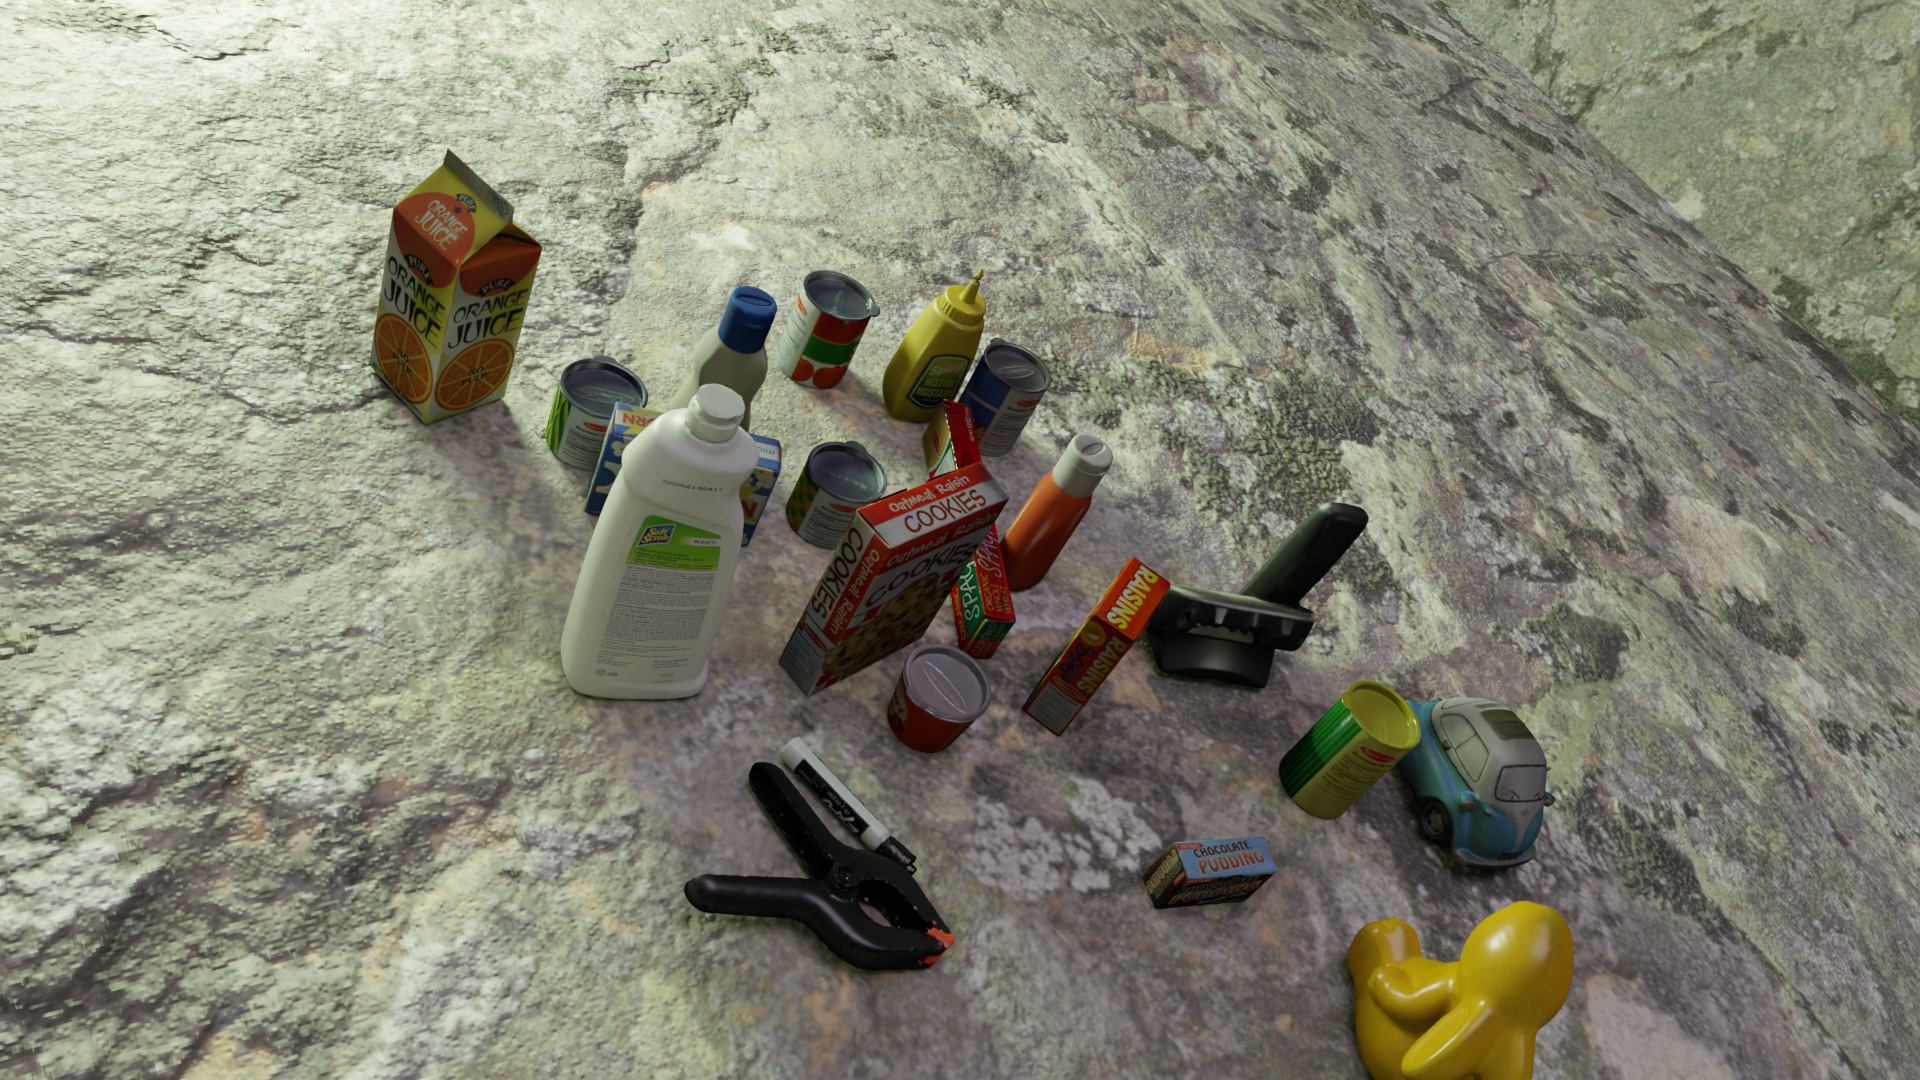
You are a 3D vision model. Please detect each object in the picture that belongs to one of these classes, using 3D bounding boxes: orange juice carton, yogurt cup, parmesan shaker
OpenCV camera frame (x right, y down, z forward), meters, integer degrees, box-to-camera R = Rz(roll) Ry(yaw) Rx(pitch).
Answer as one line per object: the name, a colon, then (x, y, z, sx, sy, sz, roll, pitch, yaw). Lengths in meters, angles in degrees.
orange juice carton: (-0.359, -0.181, 0.991, 0.072, 0.191, 0.073, 43, 42, 14)
yogurt cup: (-0.018, 0.116, 1.003, 0.072, 0.053, 0.073, 17, 42, -16)
parmesan shaker: (0.307, 0.167, 1.111, 0.071, 0.102, 0.072, 17, 42, -16)

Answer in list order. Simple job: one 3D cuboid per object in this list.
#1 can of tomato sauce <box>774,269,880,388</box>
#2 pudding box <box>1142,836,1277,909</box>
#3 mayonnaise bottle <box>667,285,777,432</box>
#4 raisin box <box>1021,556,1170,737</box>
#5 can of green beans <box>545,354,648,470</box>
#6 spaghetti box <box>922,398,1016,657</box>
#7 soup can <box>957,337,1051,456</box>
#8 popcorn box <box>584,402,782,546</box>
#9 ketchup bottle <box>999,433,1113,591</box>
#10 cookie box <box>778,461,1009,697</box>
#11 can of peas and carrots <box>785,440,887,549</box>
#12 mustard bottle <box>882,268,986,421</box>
can of tomato sauce: (-0.118, -0.185, 1.224, 0.071, 0.082, 0.071, 17, 42, -16)
pudding box: (0.180, 0.239, 1.002, 0.084, 0.049, 0.030, 4, 47, -29)
mayonnaise bottle: (-0.182, -0.131, 1.082, 0.065, 0.147, 0.041, 8, 46, -25)
raisin box: (0.104, 0.081, 1.058, 0.040, 0.122, 0.086, 36, 41, 6)
can of green beans: (-0.277, -0.095, 1.057, 0.071, 0.057, 0.071, 17, 42, -16)
spaghetti box: (0.004, -0.014, 1.151, 0.029, 0.050, 0.251, 10, 44, -23)
soup can: (0.034, -0.130, 1.260, 0.071, 0.083, 0.072, 17, 42, -16)
popcorn box: (-0.205, -0.047, 1.031, 0.127, 0.084, 0.038, 13, 44, -20)
ketchup bottle: (0.075, -0.022, 1.127, 0.043, 0.148, 0.065, 47, 43, 17)
cookie box: (-0.049, 0.027, 0.987, 0.123, 0.166, 0.040, -25, 64, -44)
can of peas and carrots: (-0.099, -0.037, 1.105, 0.071, 0.058, 0.071, 17, 42, -16)
mustard bottle: (-0.016, -0.173, 1.216, 0.065, 0.159, 0.049, -1, 50, -32)
